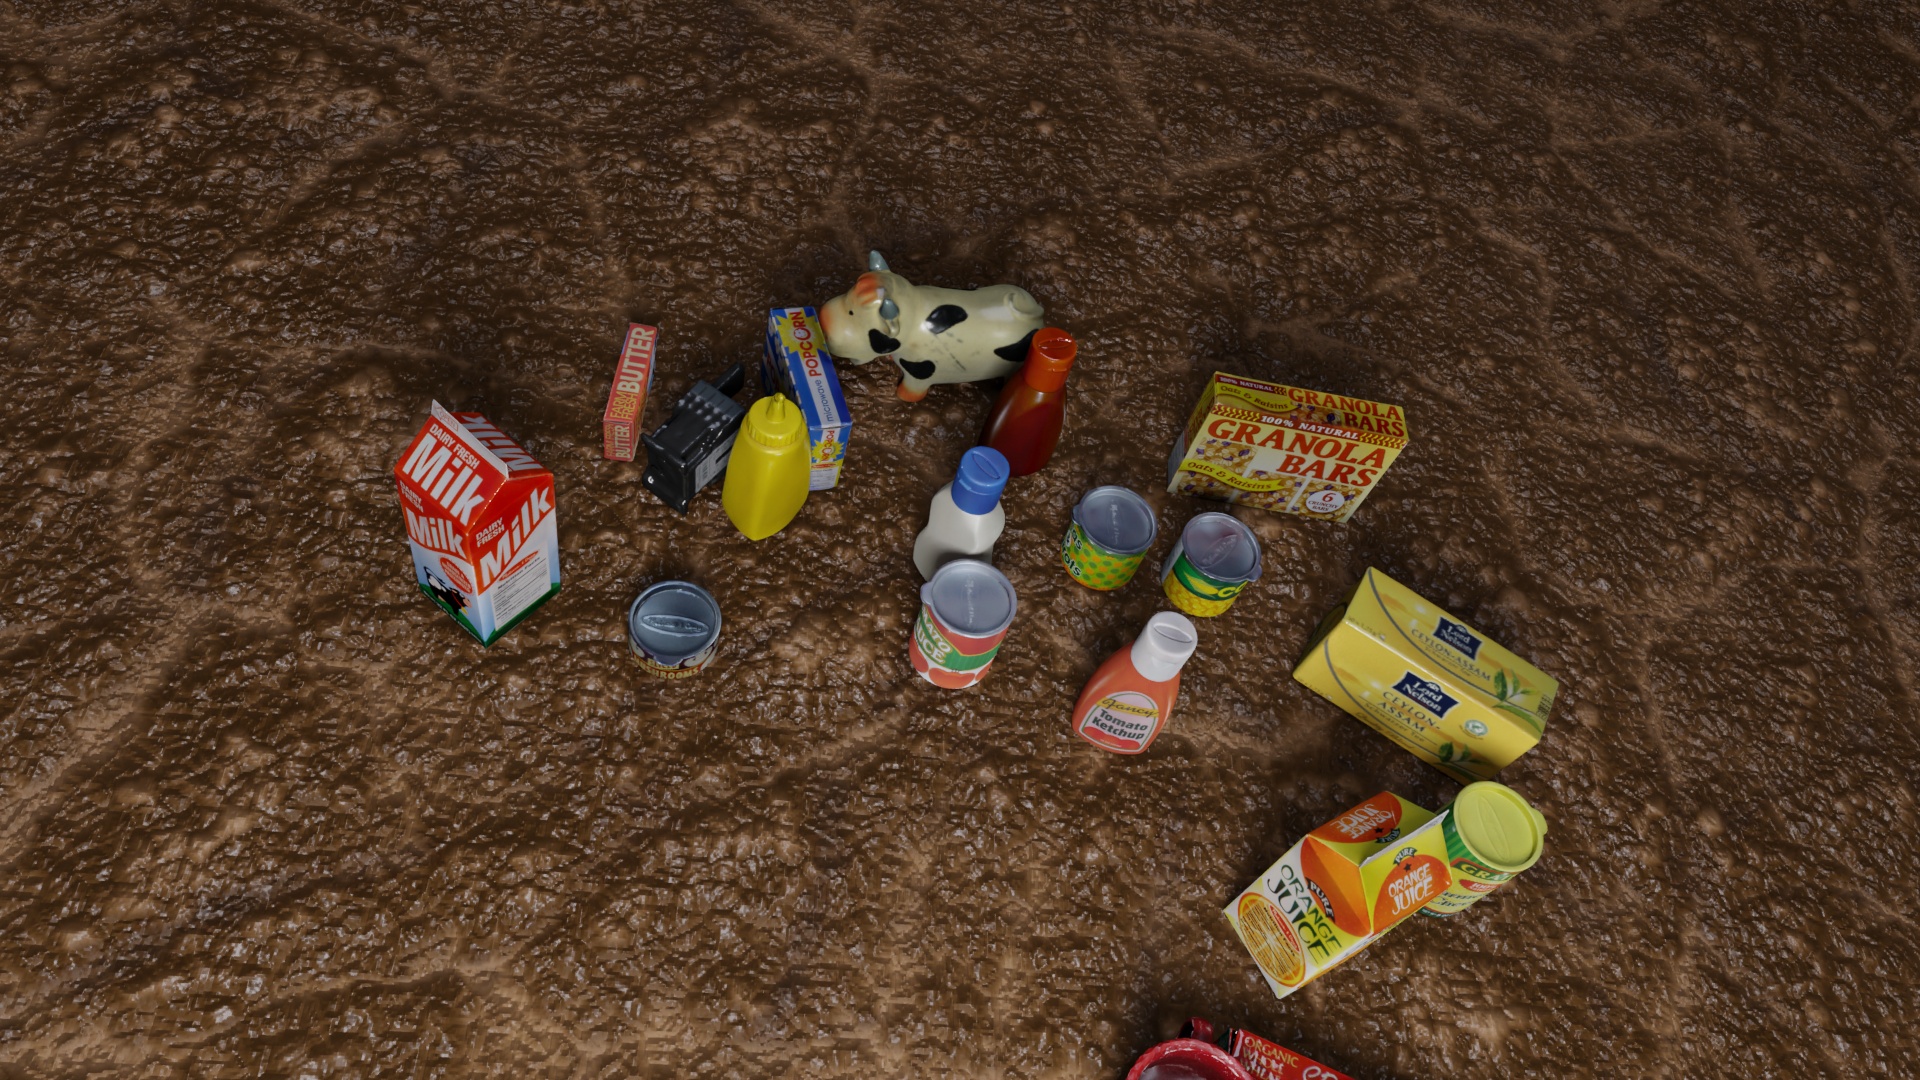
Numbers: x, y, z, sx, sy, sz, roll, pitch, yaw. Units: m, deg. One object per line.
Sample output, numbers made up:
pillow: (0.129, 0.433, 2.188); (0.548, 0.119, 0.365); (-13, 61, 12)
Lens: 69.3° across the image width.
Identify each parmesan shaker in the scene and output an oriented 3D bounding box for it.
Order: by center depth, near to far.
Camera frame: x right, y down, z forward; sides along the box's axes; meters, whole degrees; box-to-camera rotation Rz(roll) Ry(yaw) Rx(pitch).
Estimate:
parmesan shaker: (0.365, 0.225, 1.003); (0.071, 0.102, 0.071); (7, 55, -10)

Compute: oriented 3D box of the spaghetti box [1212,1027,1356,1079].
spaghetti box: (0.280, 0.385, 0.905); (0.250, 0.050, 0.029); (23, 54, 2)

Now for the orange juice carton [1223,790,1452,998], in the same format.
orange juice carton: (0.252, 0.229, 0.916); (0.072, 0.191, 0.073); (-20, 63, -25)

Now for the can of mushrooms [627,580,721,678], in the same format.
can of mushrooms: (-0.209, 0.067, 1.010); (0.071, 0.033, 0.071); (7, 55, -10)

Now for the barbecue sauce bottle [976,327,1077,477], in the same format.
barbecue sauce bottle: (0.058, -0.110, 1.127); (0.065, 0.147, 0.044); (-7, 59, -18)

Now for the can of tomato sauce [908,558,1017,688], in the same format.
can of tomato sauce: (-0.002, 0.064, 1.034); (0.071, 0.082, 0.071); (7, 55, -10)

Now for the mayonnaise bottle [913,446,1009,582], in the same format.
mayonnaise bottle: (0.004, -0.013, 1.047); (0.041, 0.147, 0.065); (-33, 70, -30)

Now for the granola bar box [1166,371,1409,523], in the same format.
granola bar box: (0.272, -0.077, 1.173); (0.166, 0.123, 0.039); (10, 55, -8)

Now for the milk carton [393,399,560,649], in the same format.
milk carton: (-0.325, -0.015, 0.940); (0.072, 0.189, 0.074); (38, 56, 13)

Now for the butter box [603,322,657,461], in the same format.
butter box: (-0.264, -0.119, 1.111); (0.024, 0.052, 0.104); (10, 55, -8)

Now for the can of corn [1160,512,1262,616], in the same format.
can of corn: (0.204, 0.022, 1.129); (0.071, 0.058, 0.071); (7, 55, -10)

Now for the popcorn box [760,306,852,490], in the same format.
popcorn box: (-0.126, -0.115, 1.123); (0.038, 0.084, 0.127); (-9, 59, -19)

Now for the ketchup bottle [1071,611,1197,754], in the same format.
ketchup bottle: (0.129, 0.102, 0.999); (0.065, 0.148, 0.044); (19, 54, -1)

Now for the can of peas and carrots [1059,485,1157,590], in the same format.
can of peas and carrots: (0.116, -0.001, 1.123); (0.071, 0.058, 0.071); (7, 55, -10)

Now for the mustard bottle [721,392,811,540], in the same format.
mustard bottle: (-0.142, -0.064, 1.038); (0.049, 0.159, 0.065); (43, 57, 15)
